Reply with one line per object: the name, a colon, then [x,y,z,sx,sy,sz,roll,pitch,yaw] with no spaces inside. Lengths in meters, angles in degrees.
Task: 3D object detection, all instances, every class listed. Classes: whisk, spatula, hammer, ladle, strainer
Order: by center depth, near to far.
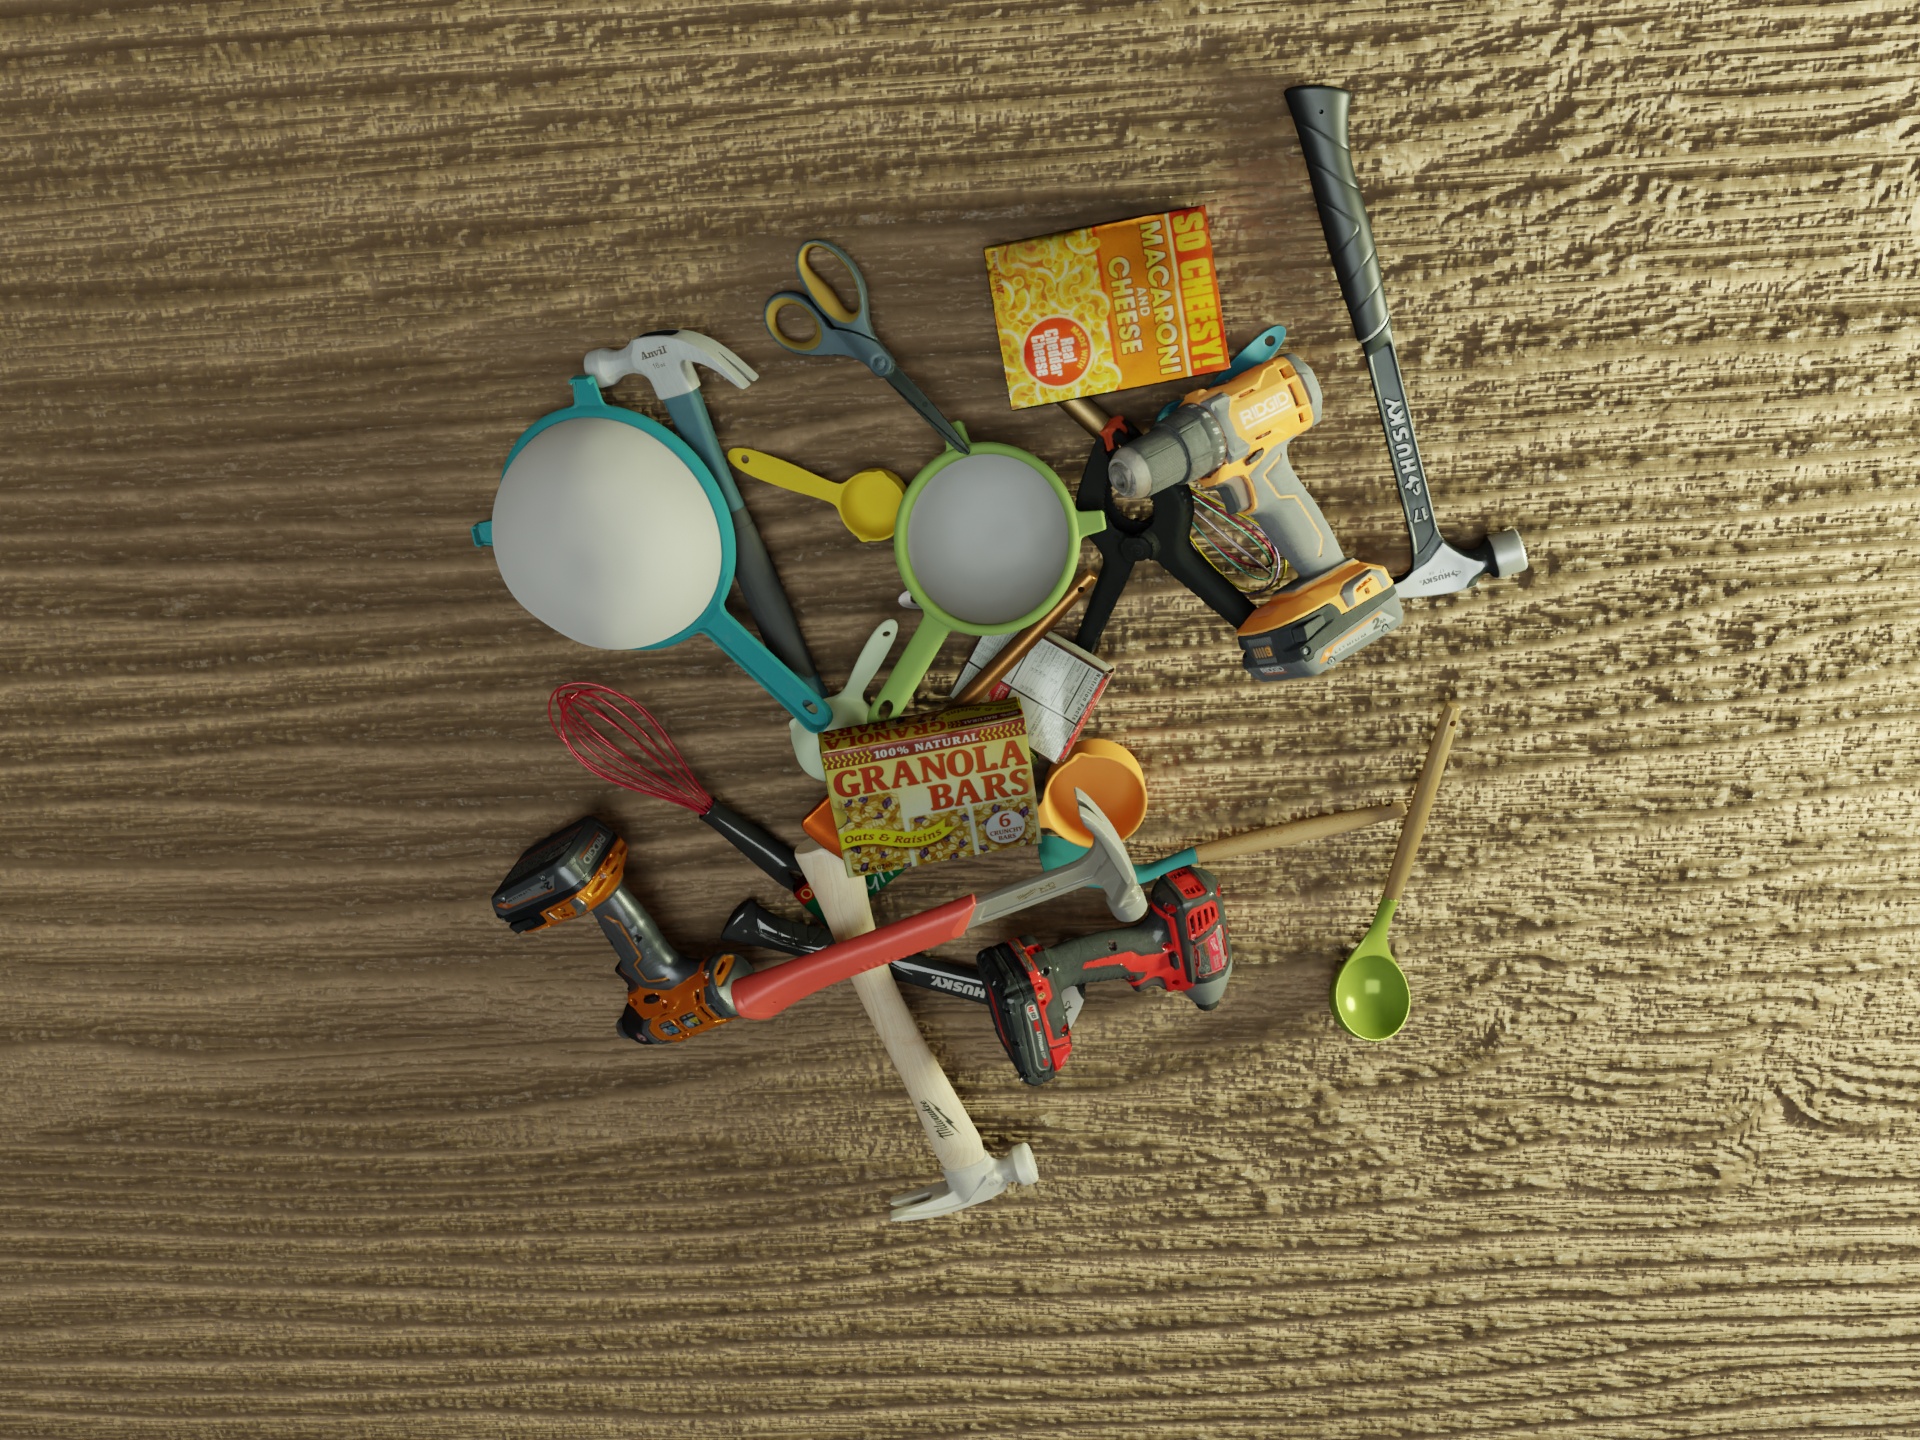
hammer: [0.315,-0.280,1.214,0.149,0.036,0.408,-17,111,12]
whisk: [0.165,-0.190,1.260,0.245,0.051,0.047,41,145,-8]
strainer: [-0.246,-0.094,1.267,0.340,0.095,0.211,42,121,-4]
strainer: [0.001,-0.100,1.280,0.151,0.069,0.256,34,106,11]
spatula: [-0.002,-0.004,1.292,0.081,0.041,0.322,36,114,-21]
hammer: [-0.185,-0.159,1.296,0.128,0.033,0.330,-11,115,22]
hammer: [-0.031,0.169,1.327,0.359,0.037,0.149,-21,133,12]
ladle: [0.385,0.135,1.369,0.078,0.062,0.320,1,116,-19]
spatula: [0.227,0.102,1.376,0.317,0.082,0.044,-13,113,3]
whisk: [-0.236,0.065,1.393,0.295,0.073,0.073,40,110,-19]
hammer: [-0.065,0.282,1.433,0.146,0.038,0.410,-20,114,6]
hammer: [-0.055,0.230,1.460,0.334,0.035,0.146,15,113,-2]

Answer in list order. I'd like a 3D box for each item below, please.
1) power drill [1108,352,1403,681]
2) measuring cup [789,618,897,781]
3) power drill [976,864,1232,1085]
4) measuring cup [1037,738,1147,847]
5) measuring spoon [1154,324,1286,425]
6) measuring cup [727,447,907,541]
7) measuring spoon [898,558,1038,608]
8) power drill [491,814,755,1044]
power drill: [0.220,-0.143,1.195,0.185,0.084,0.226,-28,99,-25]
measuring cup: [-0.086,-0.012,1.329,0.083,0.038,0.167,10,130,-26]
power drill: [0.136,0.226,1.395,0.219,0.079,0.143,-21,121,-10]
measuring cup: [0.076,0.071,1.374,0.173,0.052,0.095,-16,111,13]
measuring spoon: [0.202,-0.262,1.242,0.128,0.021,0.042,-43,112,10]
measuring cup: [-0.113,-0.194,1.292,0.156,0.029,0.062,21,116,8]
measuring spoon: [0.008,-0.110,1.322,0.124,0.018,0.034,-8,96,15]
power drill: [-0.310,0.205,1.438,0.164,0.084,0.226,-27,114,33]
